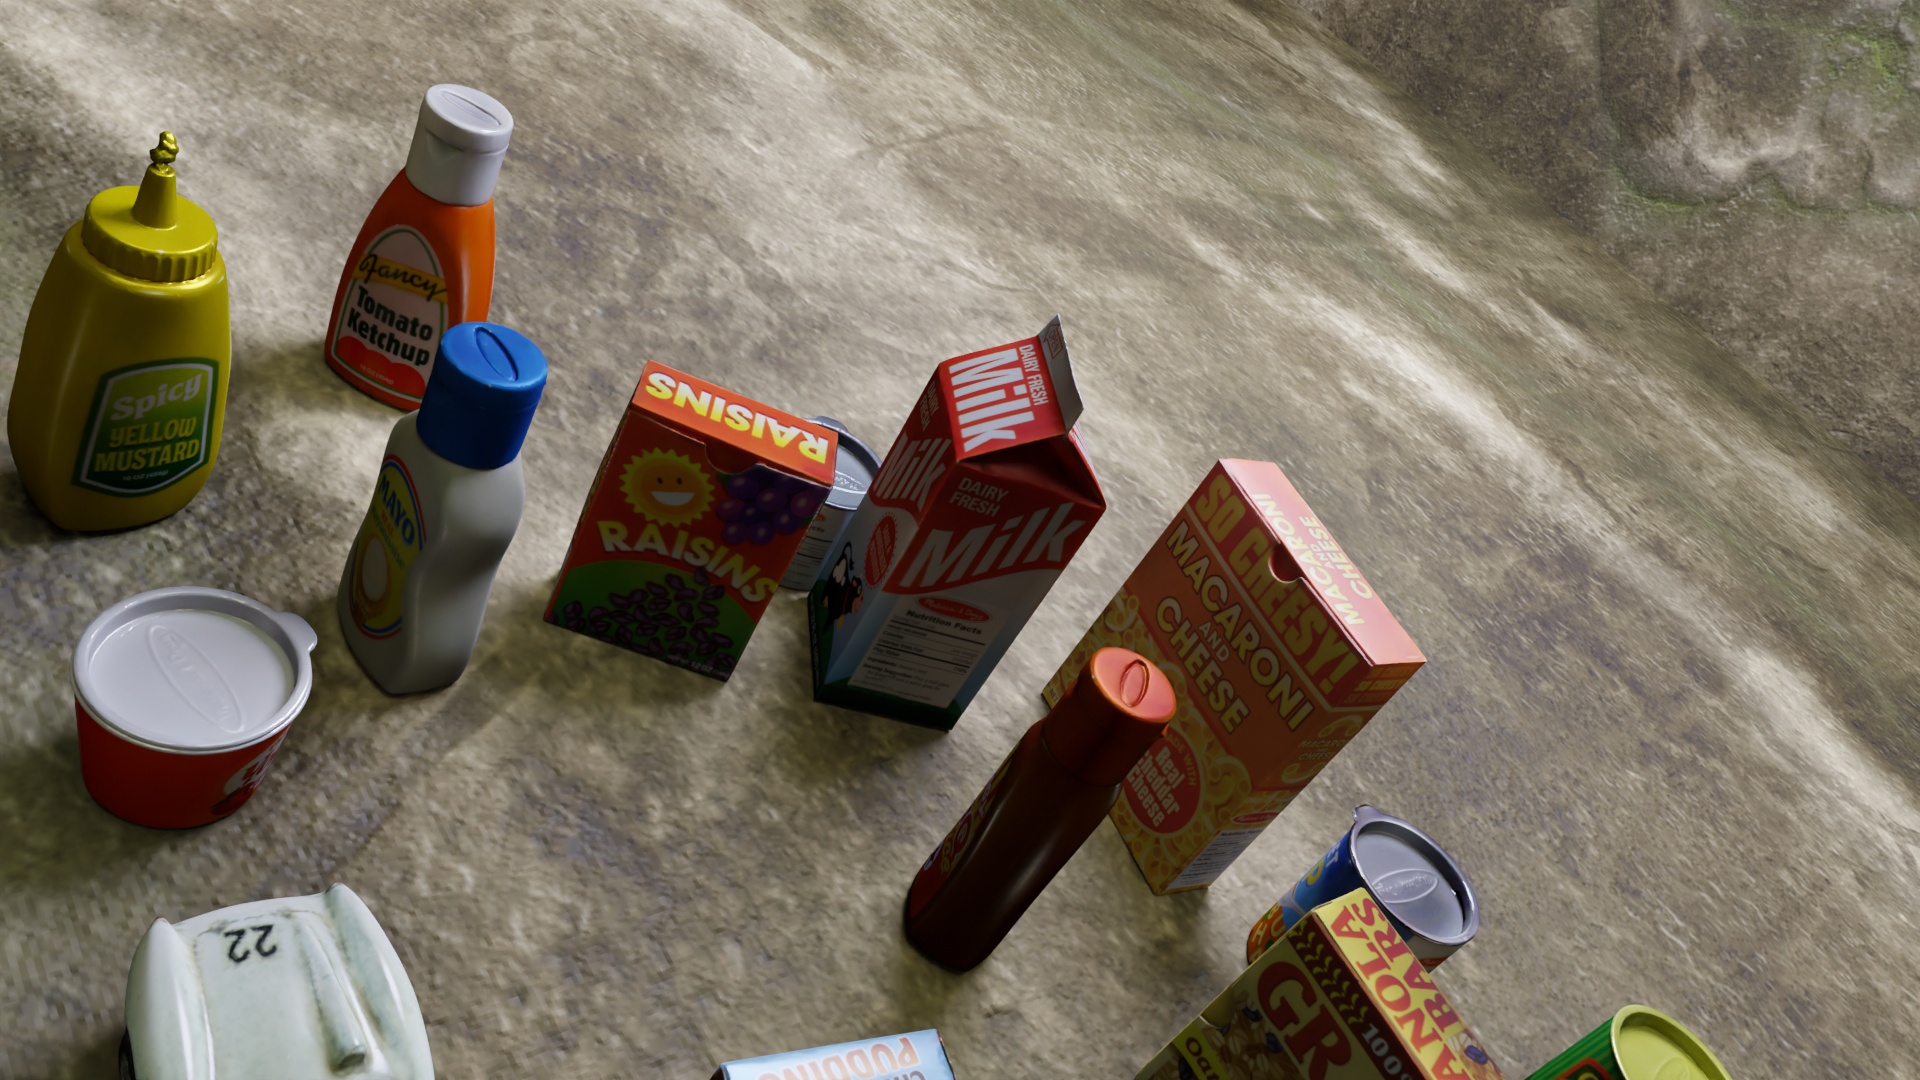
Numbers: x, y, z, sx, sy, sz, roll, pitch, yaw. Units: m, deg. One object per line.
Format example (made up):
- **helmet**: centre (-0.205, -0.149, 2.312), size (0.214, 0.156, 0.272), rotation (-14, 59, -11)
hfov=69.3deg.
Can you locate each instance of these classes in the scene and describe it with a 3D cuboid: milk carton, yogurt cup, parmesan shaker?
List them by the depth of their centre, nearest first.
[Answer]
- **yogurt cup**: centre (-0.254, 0.057, 0.455), size (0.072, 0.053, 0.073), rotation (21, 35, -16)
- **parmesan shaker**: centre (0.265, 0.252, 0.577), size (0.071, 0.102, 0.072), rotation (21, 35, -16)
- **milk carton**: centre (0.002, -0.008, 0.617), size (0.073, 0.189, 0.073), rotation (17, 37, -22)

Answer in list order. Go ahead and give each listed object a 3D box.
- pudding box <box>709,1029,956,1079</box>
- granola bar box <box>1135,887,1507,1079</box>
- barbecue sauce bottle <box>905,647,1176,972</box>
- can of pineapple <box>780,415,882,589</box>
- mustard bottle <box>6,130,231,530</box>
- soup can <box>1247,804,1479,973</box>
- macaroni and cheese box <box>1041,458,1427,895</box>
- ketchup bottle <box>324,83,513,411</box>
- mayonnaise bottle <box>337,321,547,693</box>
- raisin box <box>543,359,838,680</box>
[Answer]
- **pudding box**: centre (-0.047, 0.190, 0.456), size (0.084, 0.049, 0.030), rotation (4, 43, -35)
- **granola bar box**: centre (0.148, 0.230, 0.494), size (0.039, 0.123, 0.166), rotation (-3, 47, -41)
- **barbecue sauce bottle**: centre (0.030, 0.103, 0.538), size (0.044, 0.147, 0.065), rotation (33, 34, 0)
- **can of pineapple**: centre (-0.076, -0.019, 0.688), size (0.071, 0.057, 0.071), rotation (21, 35, -16)
- **mustard bottle**: centre (-0.294, -0.073, 0.492), size (0.049, 0.159, 0.065), rotation (45, 36, 19)
- **soup can**: centre (0.178, 0.172, 0.625), size (0.071, 0.083, 0.072), rotation (21, 35, -16)
- **macaroni and cheese box**: centre (0.116, 0.064, 0.639), size (0.040, 0.165, 0.124), rotation (2, 44, -37)
- **ketchup bottle**: centre (-0.236, -0.129, 0.618), size (0.065, 0.148, 0.044), rotation (29, 34, -6)
- **mayonnaise bottle**: centre (-0.190, -0.012, 0.509), size (0.041, 0.147, 0.065), rotation (-9, 52, -45)
- **raisin box**: centre (-0.114, -0.005, 0.582), size (0.086, 0.122, 0.040), rotation (22, 35, -15)
